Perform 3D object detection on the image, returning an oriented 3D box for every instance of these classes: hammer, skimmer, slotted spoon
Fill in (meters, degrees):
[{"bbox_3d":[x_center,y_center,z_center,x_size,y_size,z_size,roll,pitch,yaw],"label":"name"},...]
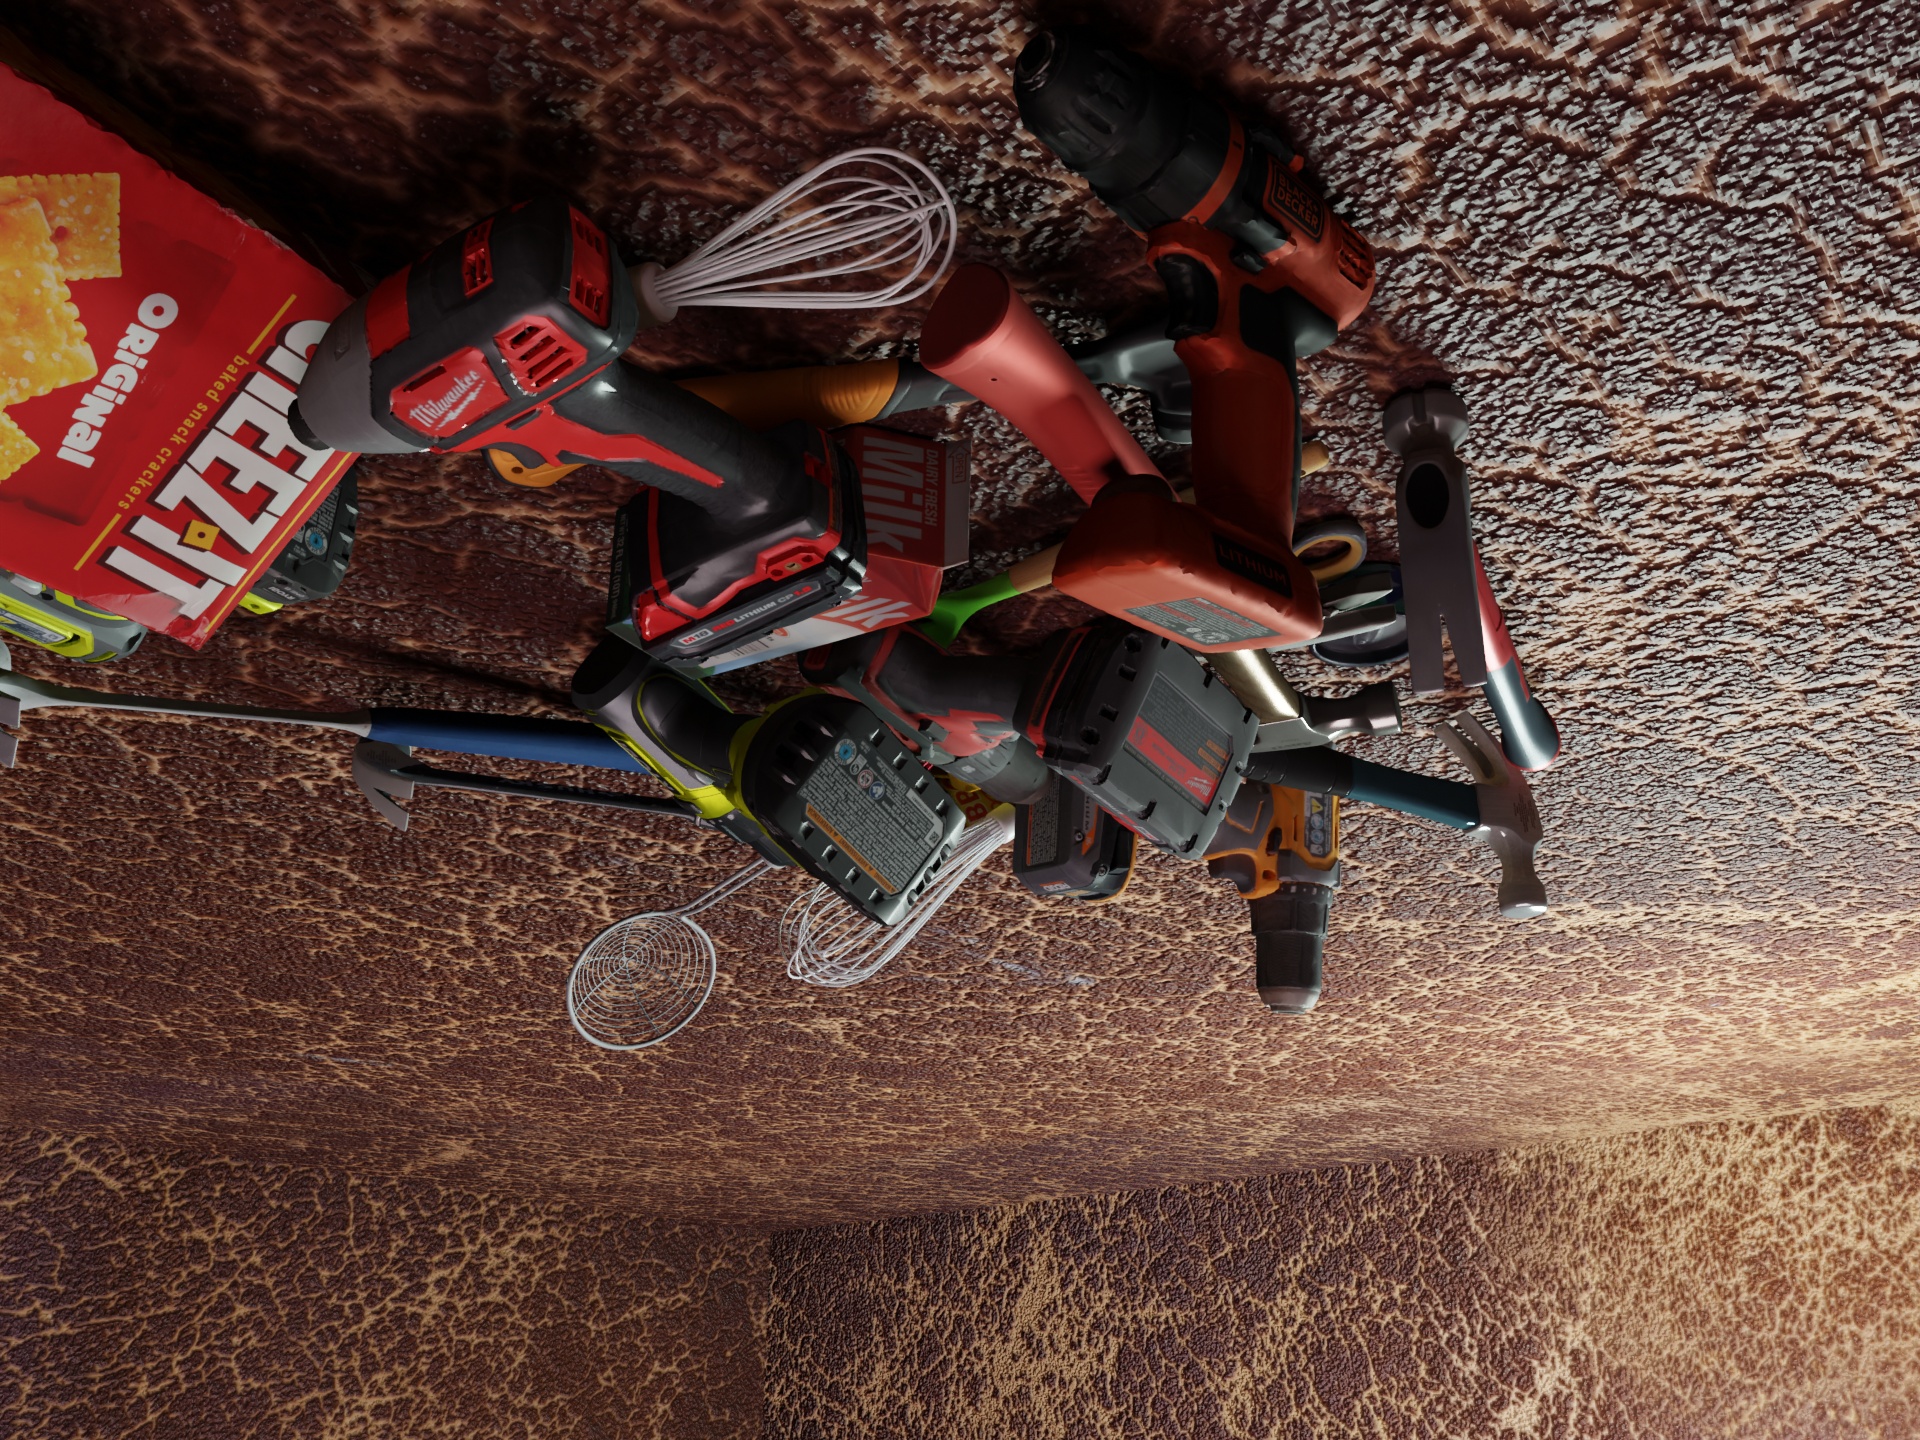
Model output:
[{"bbox_3d":[0.089,-0.101,0.724,0.149,0.037,0.358,-12,158,23],"label":"hammer"},{"bbox_3d":[-0.358,0.003,0.932,0.405,0.035,0.144,7,-167,-34],"label":"hammer"},{"bbox_3d":[0.227,0.032,0.988,0.330,0.128,0.033,14,151,-22],"label":"hammer"},{"bbox_3d":[0.131,-0.041,0.798,0.130,0.031,0.331,-11,158,21],"label":"hammer"},{"bbox_3d":[-0.178,0.155,1.233,0.127,0.090,0.363,21,140,-36],"label":"skimmer"},{"bbox_3d":[-0.187,0.058,1.052,0.408,0.036,0.149,9,-170,-21],"label":"hammer"},{"bbox_3d":[0.052,-0.083,0.848,0.314,0.031,0.070,-21,148,33],"label":"slotted spoon"},{"bbox_3d":[0.289,-0.025,0.864,0.038,0.143,0.386,-9,158,24],"label":"hammer"},{"bbox_3d":[-0.057,-0.147,0.700,0.337,0.034,0.127,-6,155,12],"label":"hammer"}]

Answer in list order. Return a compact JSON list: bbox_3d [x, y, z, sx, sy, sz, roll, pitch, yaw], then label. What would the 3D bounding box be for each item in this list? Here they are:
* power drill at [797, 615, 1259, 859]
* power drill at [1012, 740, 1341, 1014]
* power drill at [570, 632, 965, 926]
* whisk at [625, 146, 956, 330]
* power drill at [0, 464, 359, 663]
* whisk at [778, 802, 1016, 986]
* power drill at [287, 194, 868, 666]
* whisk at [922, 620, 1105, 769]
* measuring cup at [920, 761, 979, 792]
[{"bbox_3d":[0.041,0.006,0.830,0.227,0.080,0.187,11,161,47],"label":"power drill"},{"bbox_3d":[0.148,0.086,1.016,0.226,0.185,0.084,11,164,-27],"label":"power drill"},{"bbox_3d":[-0.104,0.038,0.904,0.229,0.080,0.190,16,154,51],"label":"power drill"},{"bbox_3d":[-0.114,-0.174,0.636,0.246,0.058,0.059,-8,120,23],"label":"whisk"},{"bbox_3d":[-0.420,-0.096,0.759,0.223,0.080,0.171,-9,155,26],"label":"power drill"},{"bbox_3d":[0.004,0.081,1.014,0.284,0.070,0.070,-32,168,-27],"label":"whisk"},{"bbox_3d":[-0.146,-0.106,0.633,0.143,0.079,0.219,-21,150,24],"label":"power drill"},{"bbox_3d":[-0.002,-0.003,0.989,0.296,0.073,0.073,-24,147,30],"label":"whisk"},{"bbox_3d":[-0.024,0.022,1.068,0.156,0.062,0.029,-2,116,36],"label":"measuring cup"}]
